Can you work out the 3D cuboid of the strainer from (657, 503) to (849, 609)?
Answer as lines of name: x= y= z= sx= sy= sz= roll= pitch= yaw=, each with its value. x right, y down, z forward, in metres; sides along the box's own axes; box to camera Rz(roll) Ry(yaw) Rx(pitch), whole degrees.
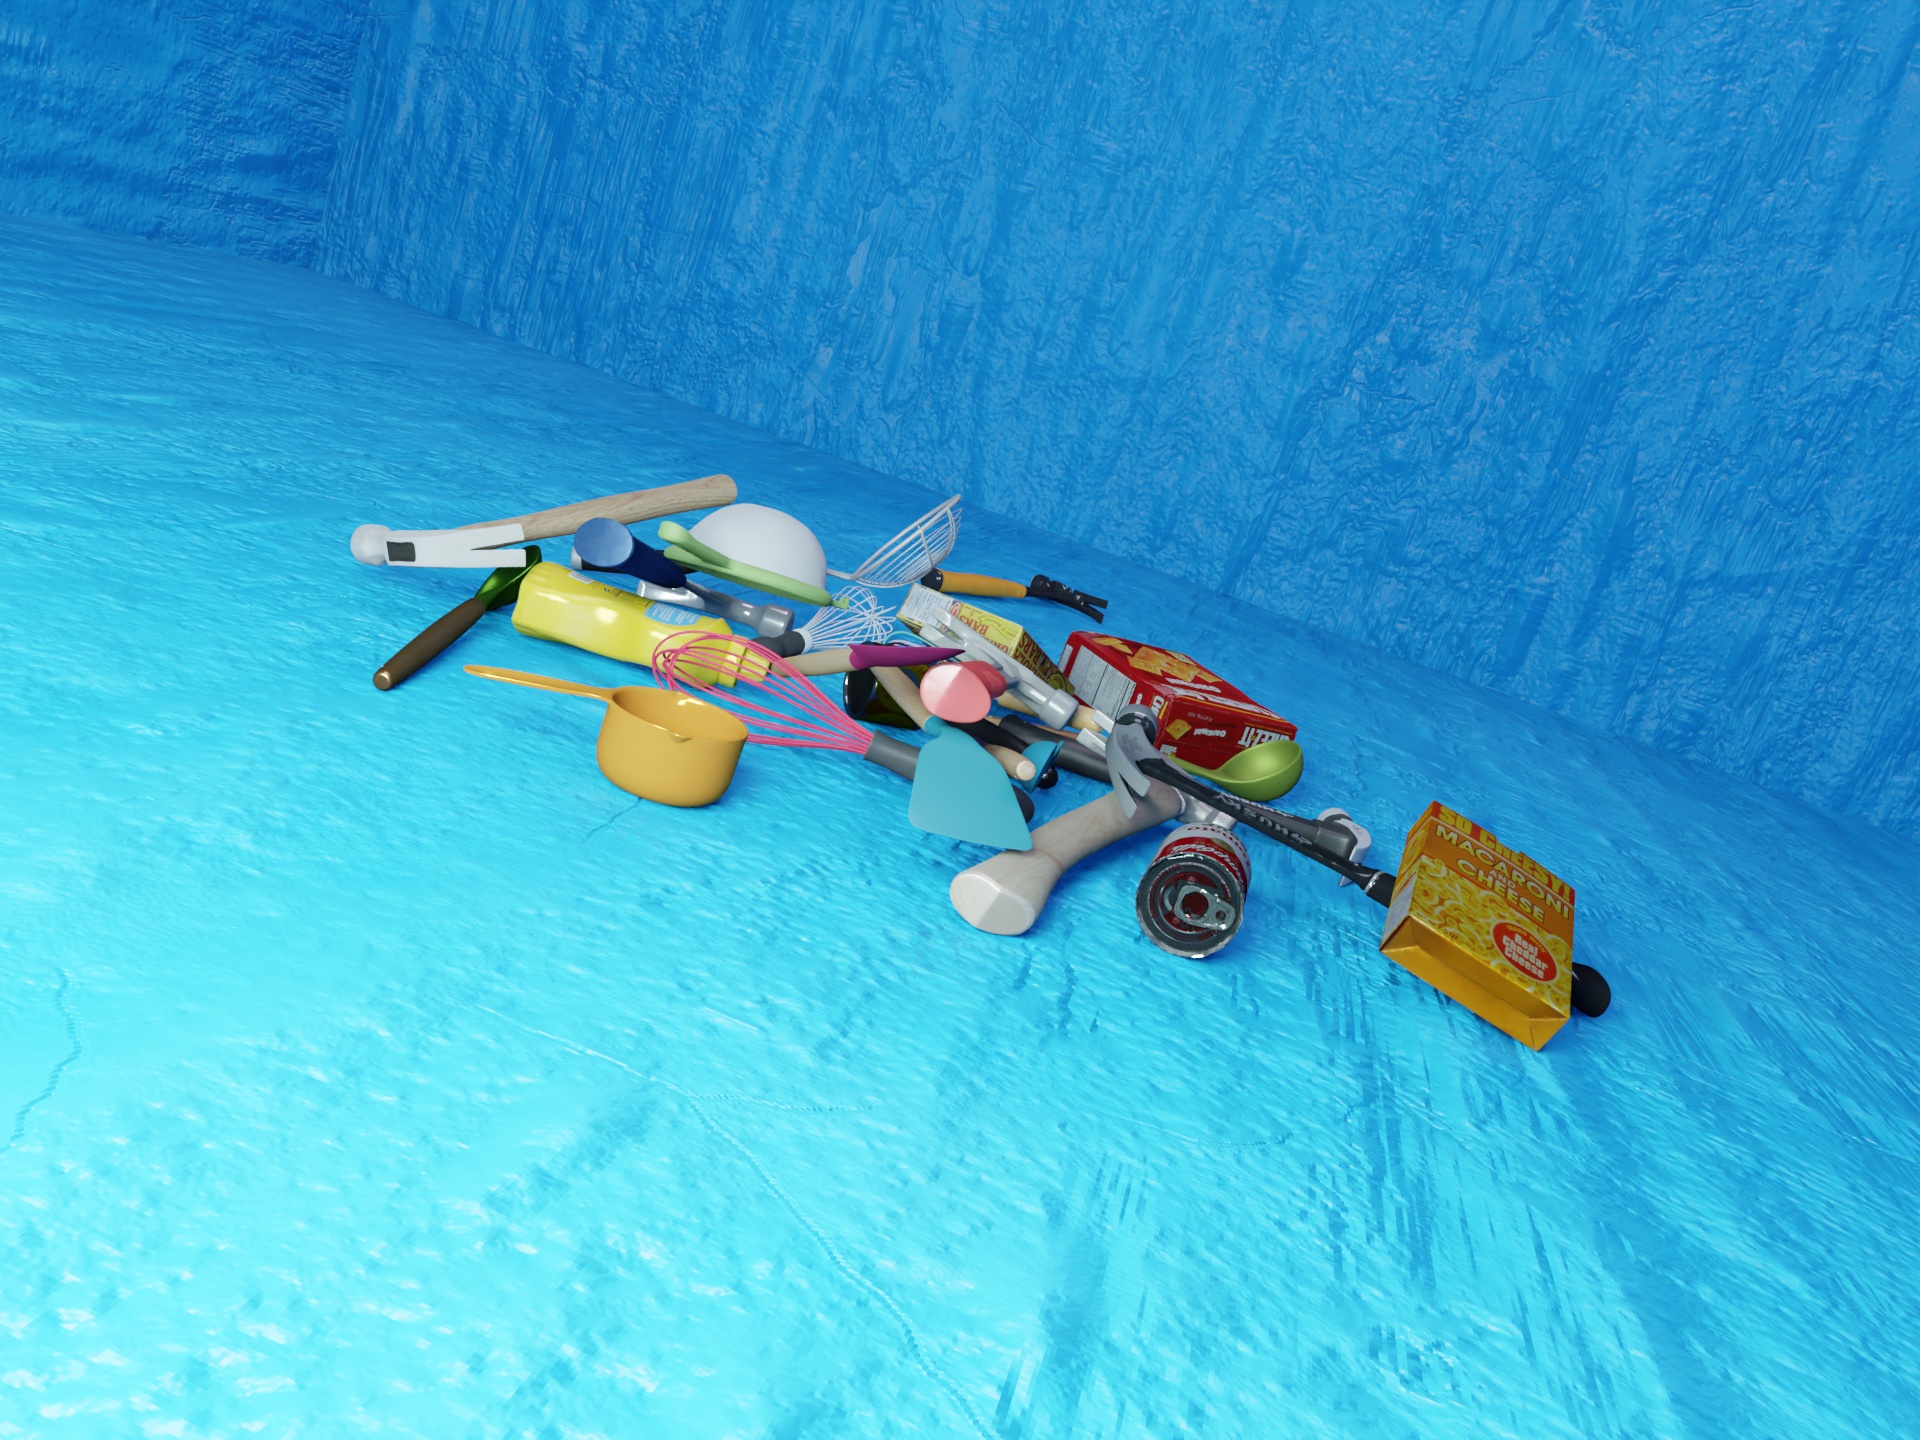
strainer: x=-0.188 y=-0.155 z=1.331 sx=0.151 sy=0.069 sz=0.256 roll=17 pitch=-1 yaw=13

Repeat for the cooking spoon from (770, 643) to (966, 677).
cooking spoon: x=-0.079 y=-0.041 z=1.102 sx=0.068 sy=0.017 sz=0.319 roll=1 pitch=-1 yaw=-24

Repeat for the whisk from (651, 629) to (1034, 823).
whisk: x=-0.083 y=0.010 z=1.140 sx=0.296 sy=0.073 sz=0.073 roll=23 pitch=13 yaw=-3

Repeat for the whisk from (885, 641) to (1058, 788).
whisk: x=-0.002 y=-0.003 z=1.341 sx=0.055 sy=0.055 sz=0.239 roll=4 pitch=24 yaw=-48

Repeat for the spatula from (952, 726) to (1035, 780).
spatula: x=0.026 y=0.028 z=1.145 sx=0.059 sy=0.018 sz=0.316 roll=43 pitch=-3 yaw=-5

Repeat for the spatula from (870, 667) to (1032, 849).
spatula: x=-0.029 y=0.006 z=1.092 sx=0.082 sy=0.044 sz=0.318 roll=12 pitch=13 yaw=-20

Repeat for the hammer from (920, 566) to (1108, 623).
hammer: x=0.065 y=-0.176 z=2.152 sx=0.127 sy=0.034 sz=0.336 roll=26 pitch=15 yaw=34

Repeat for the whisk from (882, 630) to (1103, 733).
whisk: x=0.023 y=-0.032 z=1.425 sx=0.245 sy=0.051 sz=0.047 roll=18 pitch=3 yaw=30

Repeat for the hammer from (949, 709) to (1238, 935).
hammer: x=0.082 y=0.070 z=1.109 sx=0.146 sy=0.038 sz=0.410 roll=38 pitch=20 yaw=15

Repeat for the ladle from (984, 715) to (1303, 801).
ladle: x=0.164 y=0.020 z=1.444 sx=0.320 sy=0.062 sz=0.078 roll=12 pitch=10 yaw=-17

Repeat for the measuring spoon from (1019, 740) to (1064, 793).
measuring spoon: x=0.062 y=0.027 z=1.225 sx=0.021 sy=0.042 sz=0.128 roll=28 pitch=11 yaw=6

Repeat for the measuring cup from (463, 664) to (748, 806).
measuring cup: x=-0.219 y=0.008 z=0.969 sx=0.173 sy=0.052 sz=0.095 roll=13 pitch=14 yaw=-14

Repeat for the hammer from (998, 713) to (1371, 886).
hammer: x=0.189 y=0.061 z=1.352 sx=0.334 sy=0.035 sz=0.146 roll=18 pitch=12 yaw=-1

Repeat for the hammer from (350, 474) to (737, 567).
hammer: x=-0.304 y=-0.161 z=1.270 sx=0.130 sy=0.031 sz=0.331 roll=9 pitch=20 yaw=37

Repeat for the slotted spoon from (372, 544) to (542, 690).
slotted spoon: x=-0.356 y=-0.072 z=1.135 sx=0.031 sy=0.070 sz=0.314 roll=53 pitch=12 yaw=-14

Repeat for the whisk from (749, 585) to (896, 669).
whisk: x=-0.133 y=-0.075 z=1.434 sx=0.070 sy=0.070 sz=0.284 roll=22 pitch=19 yaw=15

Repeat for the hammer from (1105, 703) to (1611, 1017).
hammer: x=0.289 y=0.111 z=1.168 sx=0.409 sy=0.036 sz=0.149 roll=27 pitch=21 yaw=1

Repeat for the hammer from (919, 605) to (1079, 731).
hammer: x=0.008 y=-0.036 z=1.186 sx=0.149 sy=0.036 sz=0.359 roll=35 pitch=7 yaw=5

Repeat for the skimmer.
skimmer: x=-0.181 y=-0.175 z=1.495 sx=0.363 sy=0.090 sz=0.127 roll=2 pitch=11 yaw=-3

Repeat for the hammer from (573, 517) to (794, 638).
hammer: x=-0.238 y=-0.115 z=1.289 sx=0.144 sy=0.035 sz=0.405 roll=18 pitch=-1 yaw=4
